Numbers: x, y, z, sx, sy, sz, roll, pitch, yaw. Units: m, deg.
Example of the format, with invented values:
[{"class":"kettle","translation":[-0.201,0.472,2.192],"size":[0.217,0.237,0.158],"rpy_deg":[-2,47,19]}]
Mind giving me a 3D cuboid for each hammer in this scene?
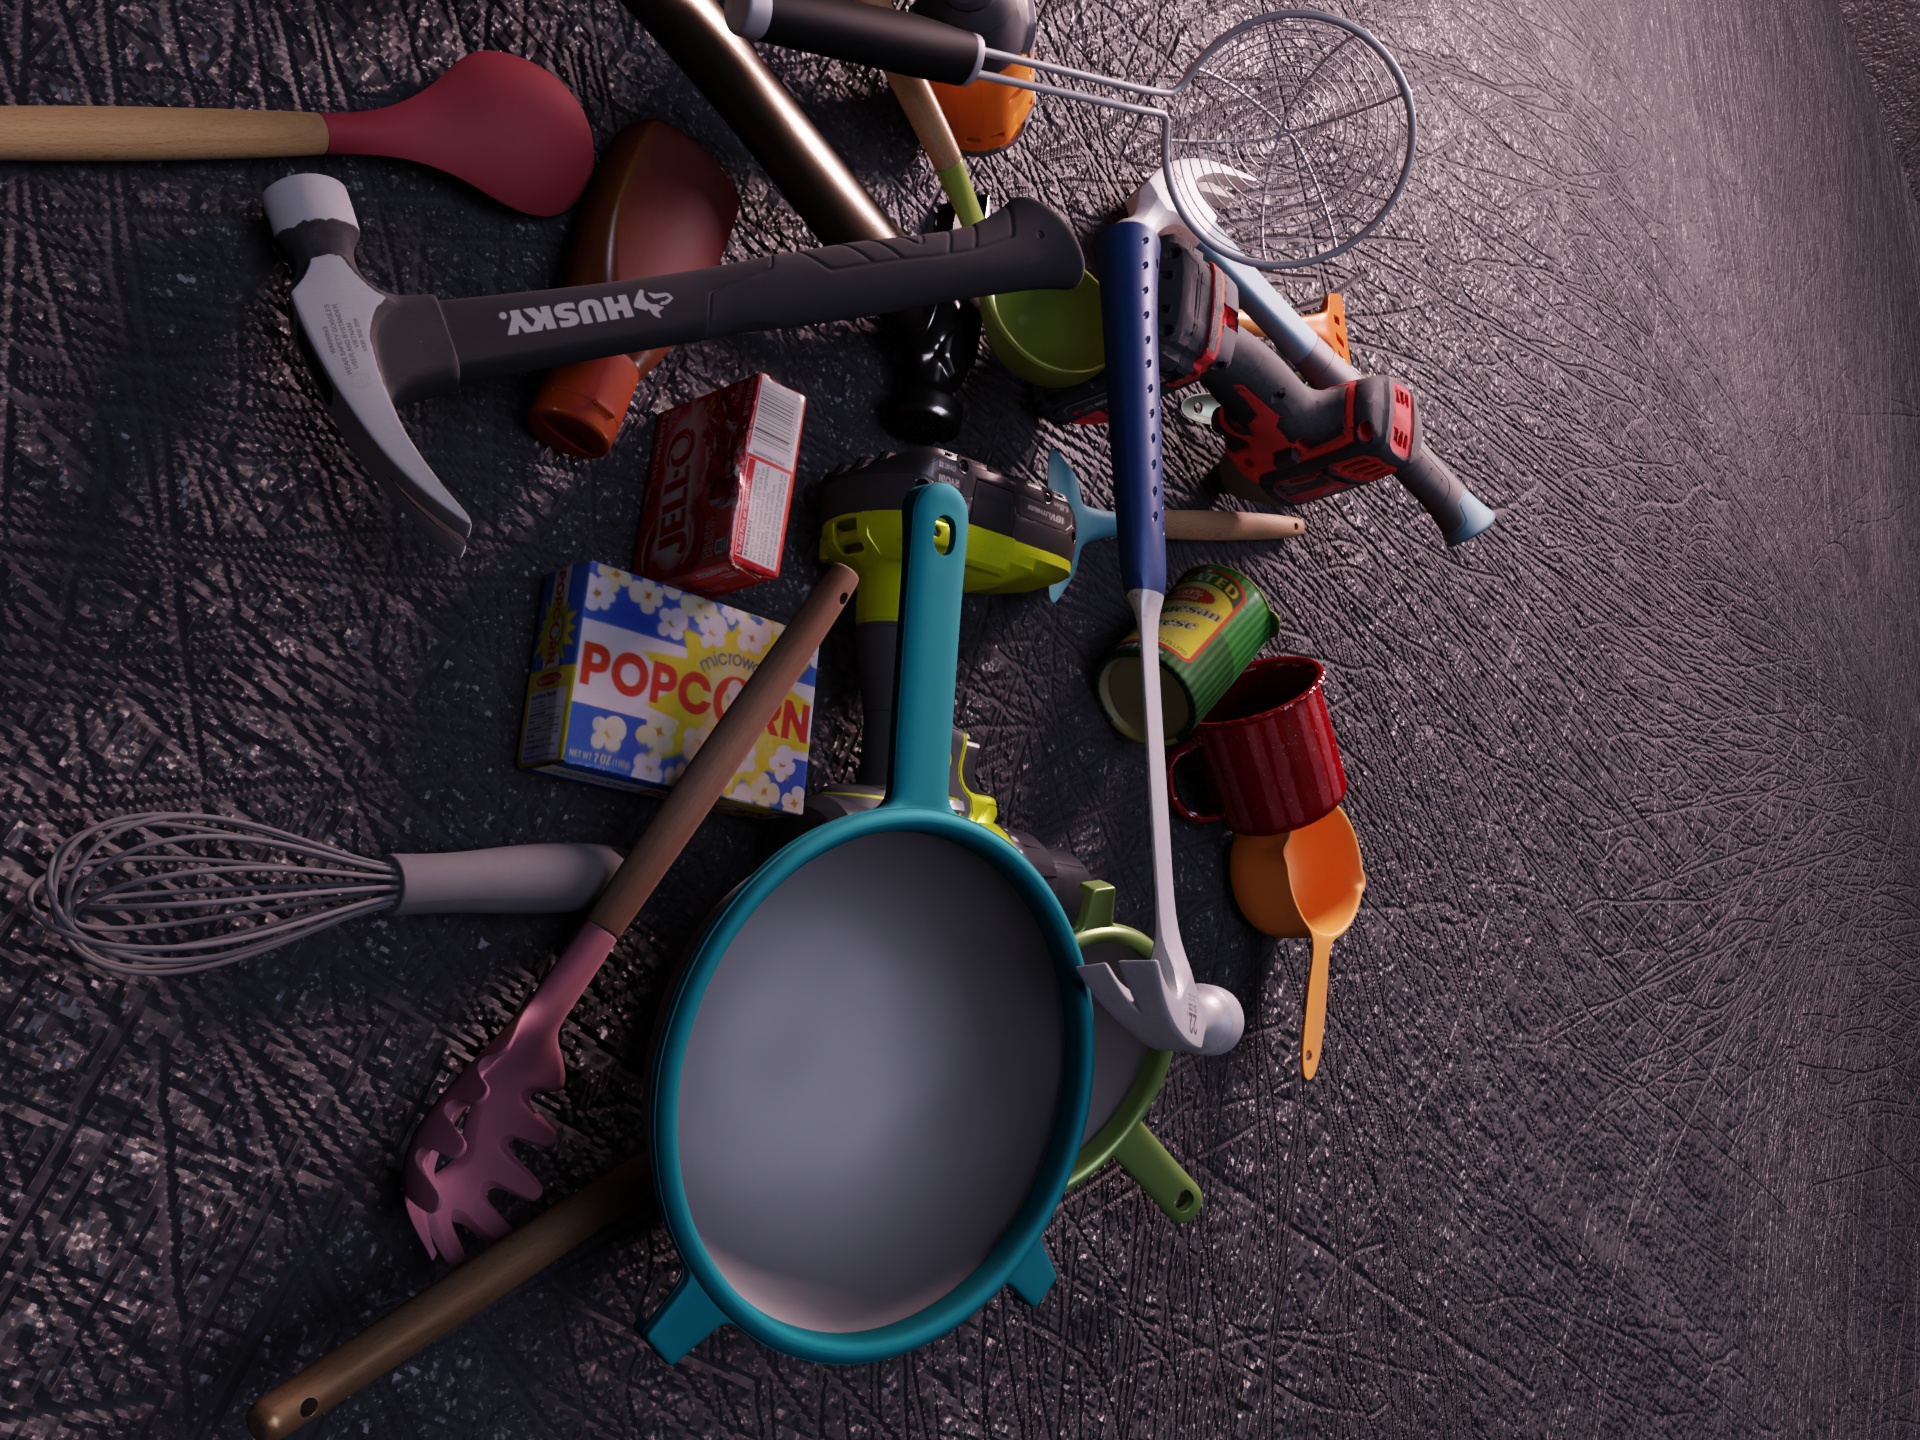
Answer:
[{"class":"hammer","translation":[0.088,-0.050,0.754],"size":[0.144,0.035,0.406],"rpy_deg":[29,56,-62]},{"class":"hammer","translation":[0.232,-0.229,1.029],"size":[0.330,0.033,0.128],"rpy_deg":[41,54,-17]},{"class":"hammer","translation":[-0.096,-0.283,0.687],"size":[0.410,0.038,0.146],"rpy_deg":[38,55,-54]},{"class":"hammer","translation":[-0.092,-0.167,0.651],"size":[0.334,0.035,0.146],"rpy_deg":[-17,82,-27]}]

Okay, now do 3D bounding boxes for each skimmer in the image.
[{"class":"skimmer","translation":[0.066,-0.286,0.736],"size":[0.363,0.090,0.127],"rpy_deg":[-6,130,-39]}]

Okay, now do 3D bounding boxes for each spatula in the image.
[{"class":"spatula","translation":[0.134,-0.117,0.967],"size":[0.317,0.044,0.082],"rpy_deg":[-8,99,-48]},{"class":"spatula","translation":[0.185,-0.262,1.062],"size":[0.322,0.041,0.081],"rpy_deg":[-7,90,-43]}]

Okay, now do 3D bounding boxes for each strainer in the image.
[{"class":"strainer","translation":[-0.046,0.075,0.648],"size":[0.210,0.095,0.340],"rpy_deg":[9,83,-40]},{"class":"strainer","translation":[0.056,0.188,0.818],"size":[0.151,0.069,0.256],"rpy_deg":[-48,133,-12]}]

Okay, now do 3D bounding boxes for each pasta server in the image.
[{"class":"pasta server","translation":[-0.121,0.063,0.632],"size":[0.316,0.040,0.060],"rpy_deg":[-58,151,-21]}]

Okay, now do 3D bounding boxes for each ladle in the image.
[{"class":"ladle","translation":[-0.261,-0.217,0.584],"size":[0.315,0.031,0.069],"rpy_deg":[-21,99,-44]},{"class":"ladle","translation":[-0.007,-0.289,0.752],"size":[0.319,0.062,0.078],"rpy_deg":[57,45,-40]}]

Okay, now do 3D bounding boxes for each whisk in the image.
[{"class":"whisk","translation":[-0.209,0.059,0.580],"size":[0.238,0.055,0.055],"rpy_deg":[4,80,-51]}]

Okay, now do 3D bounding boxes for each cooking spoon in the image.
[{"class":"cooking spoon","translation":[-0.134,0.185,0.622],"size":[0.319,0.017,0.068],"rpy_deg":[-22,107,-55]}]

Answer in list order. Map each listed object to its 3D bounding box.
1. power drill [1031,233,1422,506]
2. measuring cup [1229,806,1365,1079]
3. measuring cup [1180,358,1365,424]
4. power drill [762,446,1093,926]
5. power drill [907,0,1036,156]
[{"class":"power drill","translation":[0.153,-0.189,0.938],"size":[0.219,0.143,0.079],"rpy_deg":[19,70,-36]},{"class":"measuring cup","translation":[0.204,0.134,0.993],"size":[0.095,0.052,0.174],"rpy_deg":[21,70,-43]},{"class":"measuring cup","translation":[0.207,-0.204,1.070],"size":[0.167,0.038,0.083],"rpy_deg":[-1,97,-29]},{"class":"power drill","translation":[-0.001,-0.003,0.783],"size":[0.190,0.080,0.228],"rpy_deg":[12,78,-44]},{"class":"power drill","translation":[-0.006,-0.421,0.798],"size":[0.164,0.084,0.226],"rpy_deg":[24,57,-88]}]
